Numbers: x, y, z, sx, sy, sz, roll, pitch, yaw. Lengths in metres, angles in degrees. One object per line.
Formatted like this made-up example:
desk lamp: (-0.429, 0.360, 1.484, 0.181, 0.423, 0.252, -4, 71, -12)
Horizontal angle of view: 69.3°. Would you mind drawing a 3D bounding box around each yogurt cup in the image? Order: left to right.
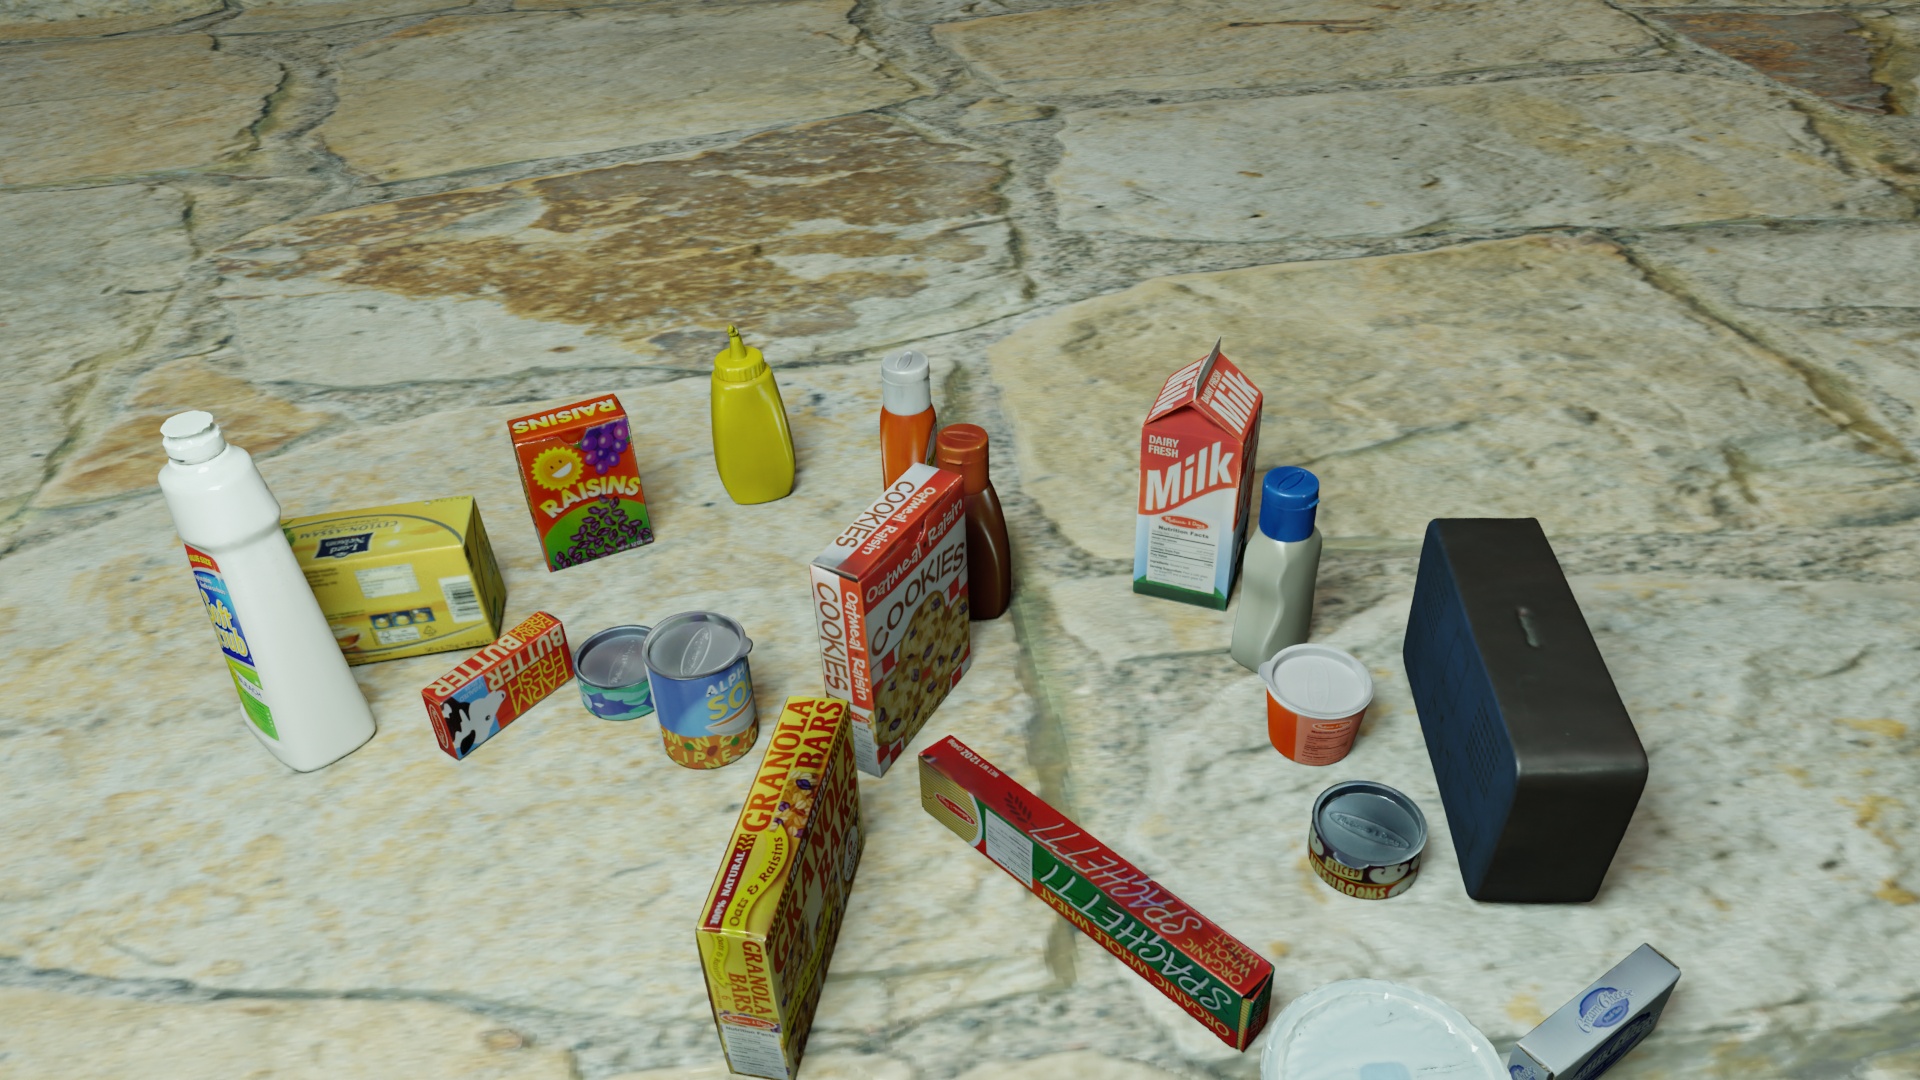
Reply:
yogurt cup: (0.230, 0.109, 0.902, 0.072, 0.053, 0.073, -1, 37, 1)

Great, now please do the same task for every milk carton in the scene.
milk carton: (0.172, -0.049, 1.002, 0.073, 0.189, 0.073, 12, 39, 18)

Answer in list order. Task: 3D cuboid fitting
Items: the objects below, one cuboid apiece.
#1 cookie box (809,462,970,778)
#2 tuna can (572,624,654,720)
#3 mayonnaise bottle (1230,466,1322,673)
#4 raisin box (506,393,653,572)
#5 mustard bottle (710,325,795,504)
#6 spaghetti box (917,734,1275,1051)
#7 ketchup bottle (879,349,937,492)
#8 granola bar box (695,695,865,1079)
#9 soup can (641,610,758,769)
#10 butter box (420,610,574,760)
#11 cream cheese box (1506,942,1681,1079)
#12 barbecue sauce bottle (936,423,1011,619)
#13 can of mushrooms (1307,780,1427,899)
cookie box: (-0.040, 0.051, 0.899, 0.040, 0.166, 0.123, 17, 41, 24)
tuna can: (-0.231, 0.092, 0.966, 0.071, 0.032, 0.071, -1, 37, 1)
mayonnaise bottle: (0.217, 0.019, 0.943, 0.041, 0.147, 0.065, 29, 47, 35)
raisin box: (-0.293, -0.044, 1.075, 0.086, 0.122, 0.040, -17, 39, -18)
mustard bottle: (-0.171, -0.105, 1.119, 0.065, 0.159, 0.049, -10, 38, -10)
spaghetti box: (0.070, 0.196, 0.798, 0.029, 0.050, 0.250, -32, 46, -33)
ketchup bottle: (-0.040, -0.076, 1.082, 0.043, 0.148, 0.065, 6, 38, 11)
granola bar box: (-0.094, 0.186, 0.758, 0.039, 0.123, 0.166, 5, 37, 9)
soup can: (-0.167, 0.099, 0.911, 0.071, 0.083, 0.072, -1, 37, 1)
butter box: (-0.313, 0.097, 0.946, 0.024, 0.052, 0.104, 22, 43, 29)
cream cheese box: (0.320, 0.252, 0.707, 0.104, 0.053, 0.024, -23, 42, -25)
barbecue sauce bottle: (0.004, -0.012, 0.996, 0.065, 0.147, 0.044, 11, 39, 17)
can of mushrooms: (0.240, 0.179, 0.825, 0.071, 0.033, 0.071, -1, 37, 1)
